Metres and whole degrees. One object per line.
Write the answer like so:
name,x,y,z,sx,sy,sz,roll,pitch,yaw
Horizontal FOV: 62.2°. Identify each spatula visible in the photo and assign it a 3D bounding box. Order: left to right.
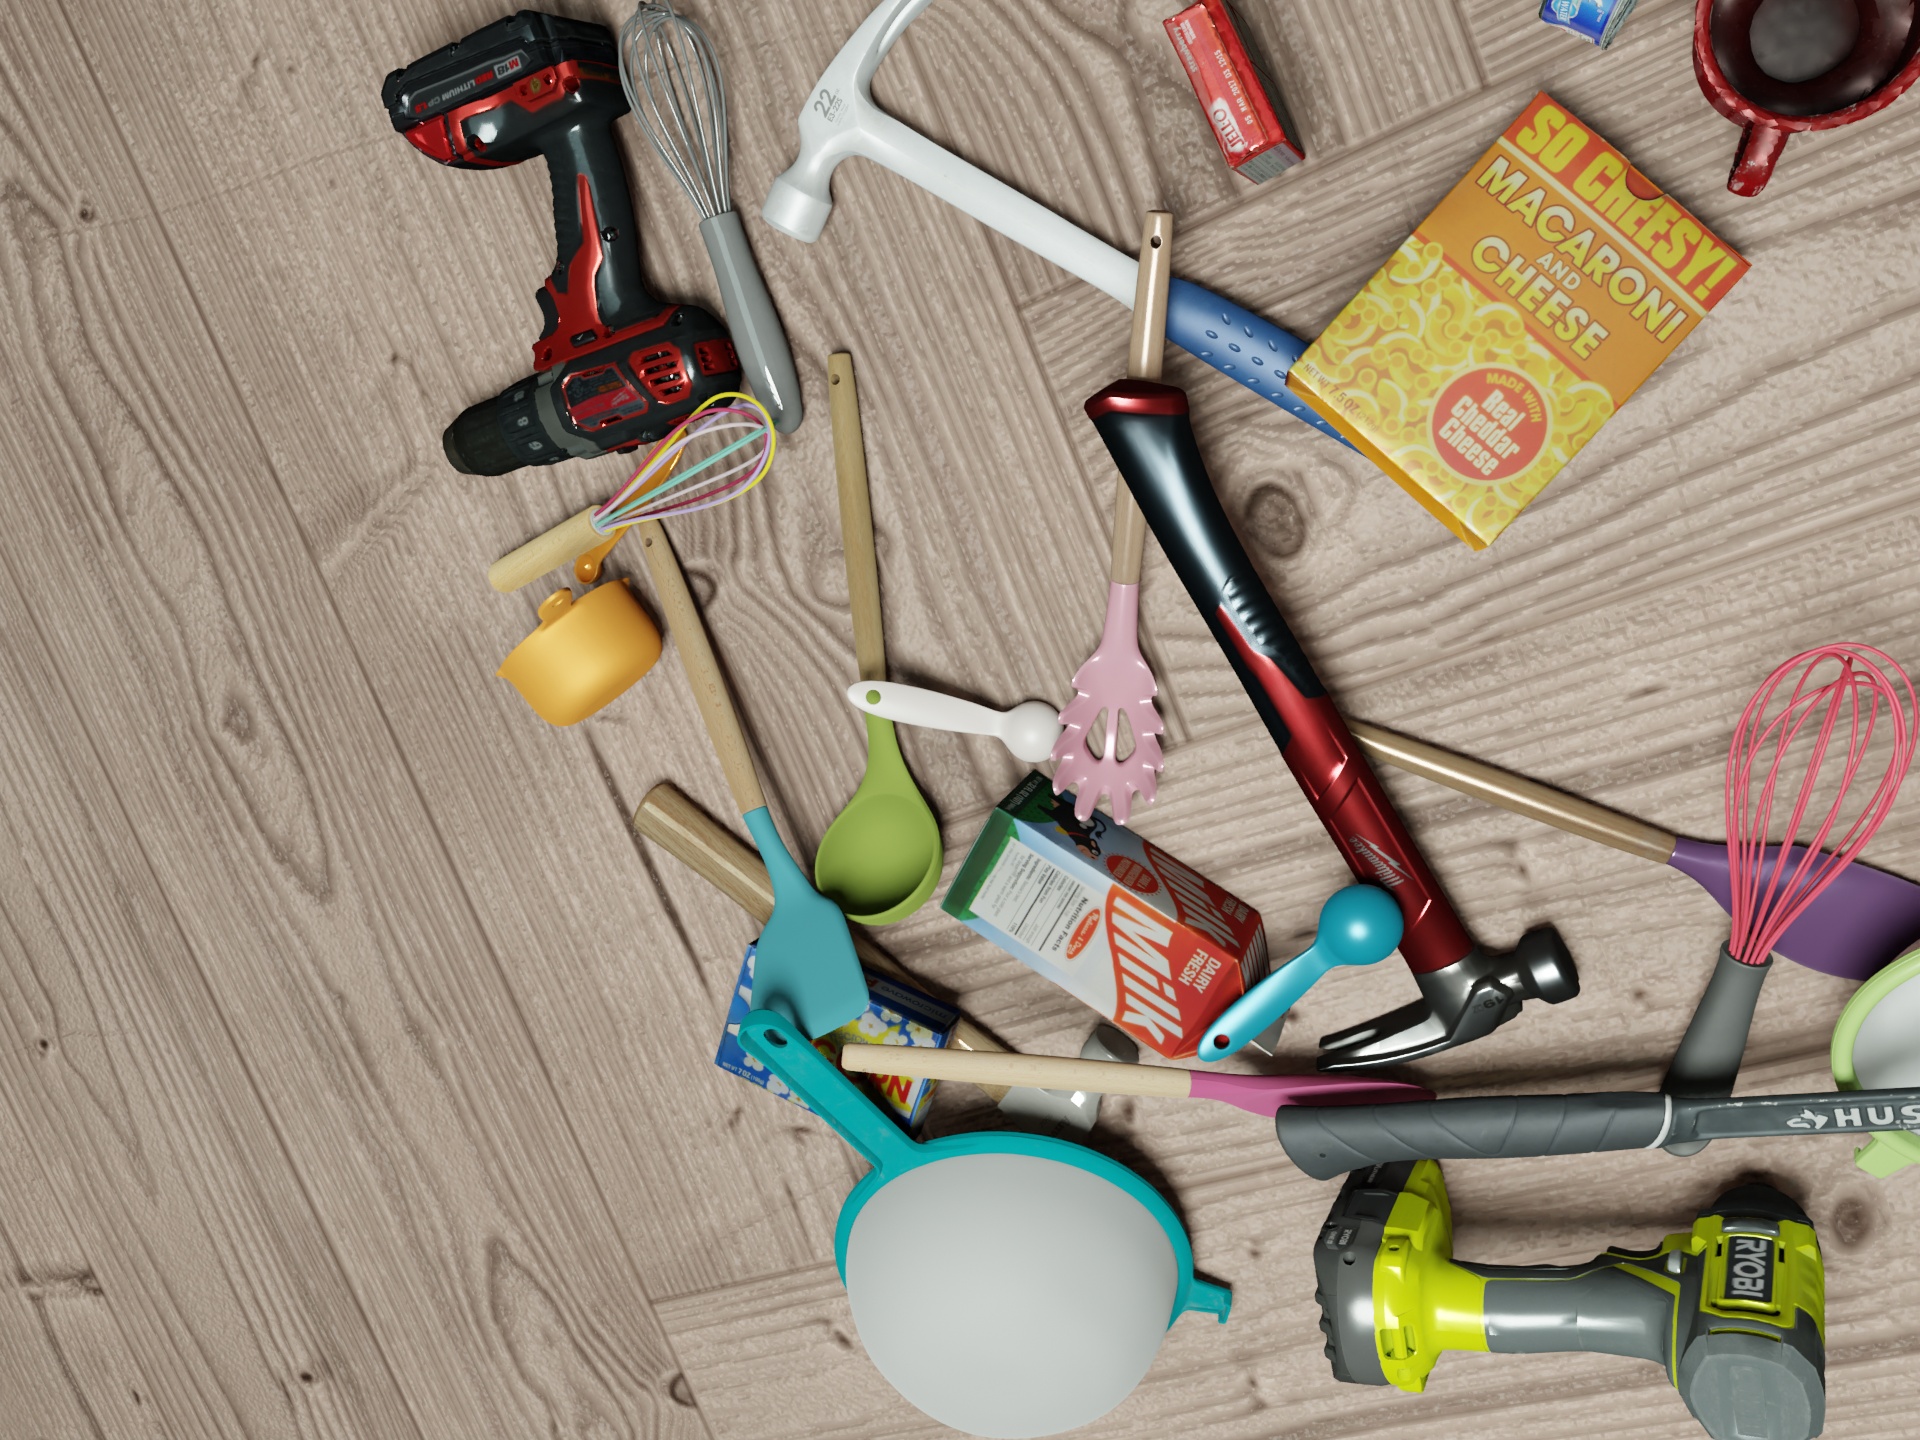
spatula,-0.130,0.027,0.905,0.082,0.044,0.317,-26,80,24
spatula,0.329,0.058,0.798,0.316,0.018,0.059,22,114,12

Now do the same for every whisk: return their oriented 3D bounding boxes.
whisk,-0.191,-0.125,0.908,0.245,0.051,0.047,-20,120,36
whisk,-0.129,-0.272,0.863,0.055,0.055,0.239,-13,103,22
whisk,0.378,0.095,0.755,0.073,0.073,0.295,13,121,16

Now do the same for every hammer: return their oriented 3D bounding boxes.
hammer,-0.062,0.149,0.954,0.331,0.031,0.130,36,112,8
hammer,0.094,-0.223,0.800,0.405,0.035,0.144,33,112,9
hammer,0.159,0.007,0.804,0.143,0.038,0.386,-27,103,25
hammer,0.349,0.185,0.750,0.409,0.036,0.149,-11,116,27

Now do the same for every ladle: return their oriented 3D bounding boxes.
ladle,-0.057,-0.043,0.890,0.078,0.062,0.320,-1,101,26

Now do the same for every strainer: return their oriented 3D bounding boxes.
strainer,-0.012,0.295,0.876,0.211,0.095,0.340,-31,115,23
strainer,0.461,0.094,0.712,0.151,0.069,0.256,-13,114,28

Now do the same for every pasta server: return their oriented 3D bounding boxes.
pasta server,0.086,-0.095,0.812,0.060,0.040,0.316,6,115,7

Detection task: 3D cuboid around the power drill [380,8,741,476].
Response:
power drill,-0.239,-0.254,0.891,0.188,0.080,0.226,-14,102,22

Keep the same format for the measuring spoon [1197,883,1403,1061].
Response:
measuring spoon,0.170,0.133,0.801,0.128,0.021,0.042,-42,95,9

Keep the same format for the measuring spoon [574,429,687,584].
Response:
measuring spoon,-0.193,-0.126,0.942,0.117,0.011,0.021,-50,65,20

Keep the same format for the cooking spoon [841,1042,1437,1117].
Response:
cooking spoon,0.096,0.191,0.848,0.319,0.017,0.068,5,150,-5

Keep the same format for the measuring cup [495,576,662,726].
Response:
measuring cup,-0.209,-0.039,0.889,0.095,0.173,0.052,-38,94,-12

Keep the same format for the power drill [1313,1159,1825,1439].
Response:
power drill,0.304,0.276,0.792,0.223,0.171,0.080,-5,103,29

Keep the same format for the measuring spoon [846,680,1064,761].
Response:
measuring spoon,-0.001,-0.003,0.873,0.124,0.018,0.034,12,89,-9
